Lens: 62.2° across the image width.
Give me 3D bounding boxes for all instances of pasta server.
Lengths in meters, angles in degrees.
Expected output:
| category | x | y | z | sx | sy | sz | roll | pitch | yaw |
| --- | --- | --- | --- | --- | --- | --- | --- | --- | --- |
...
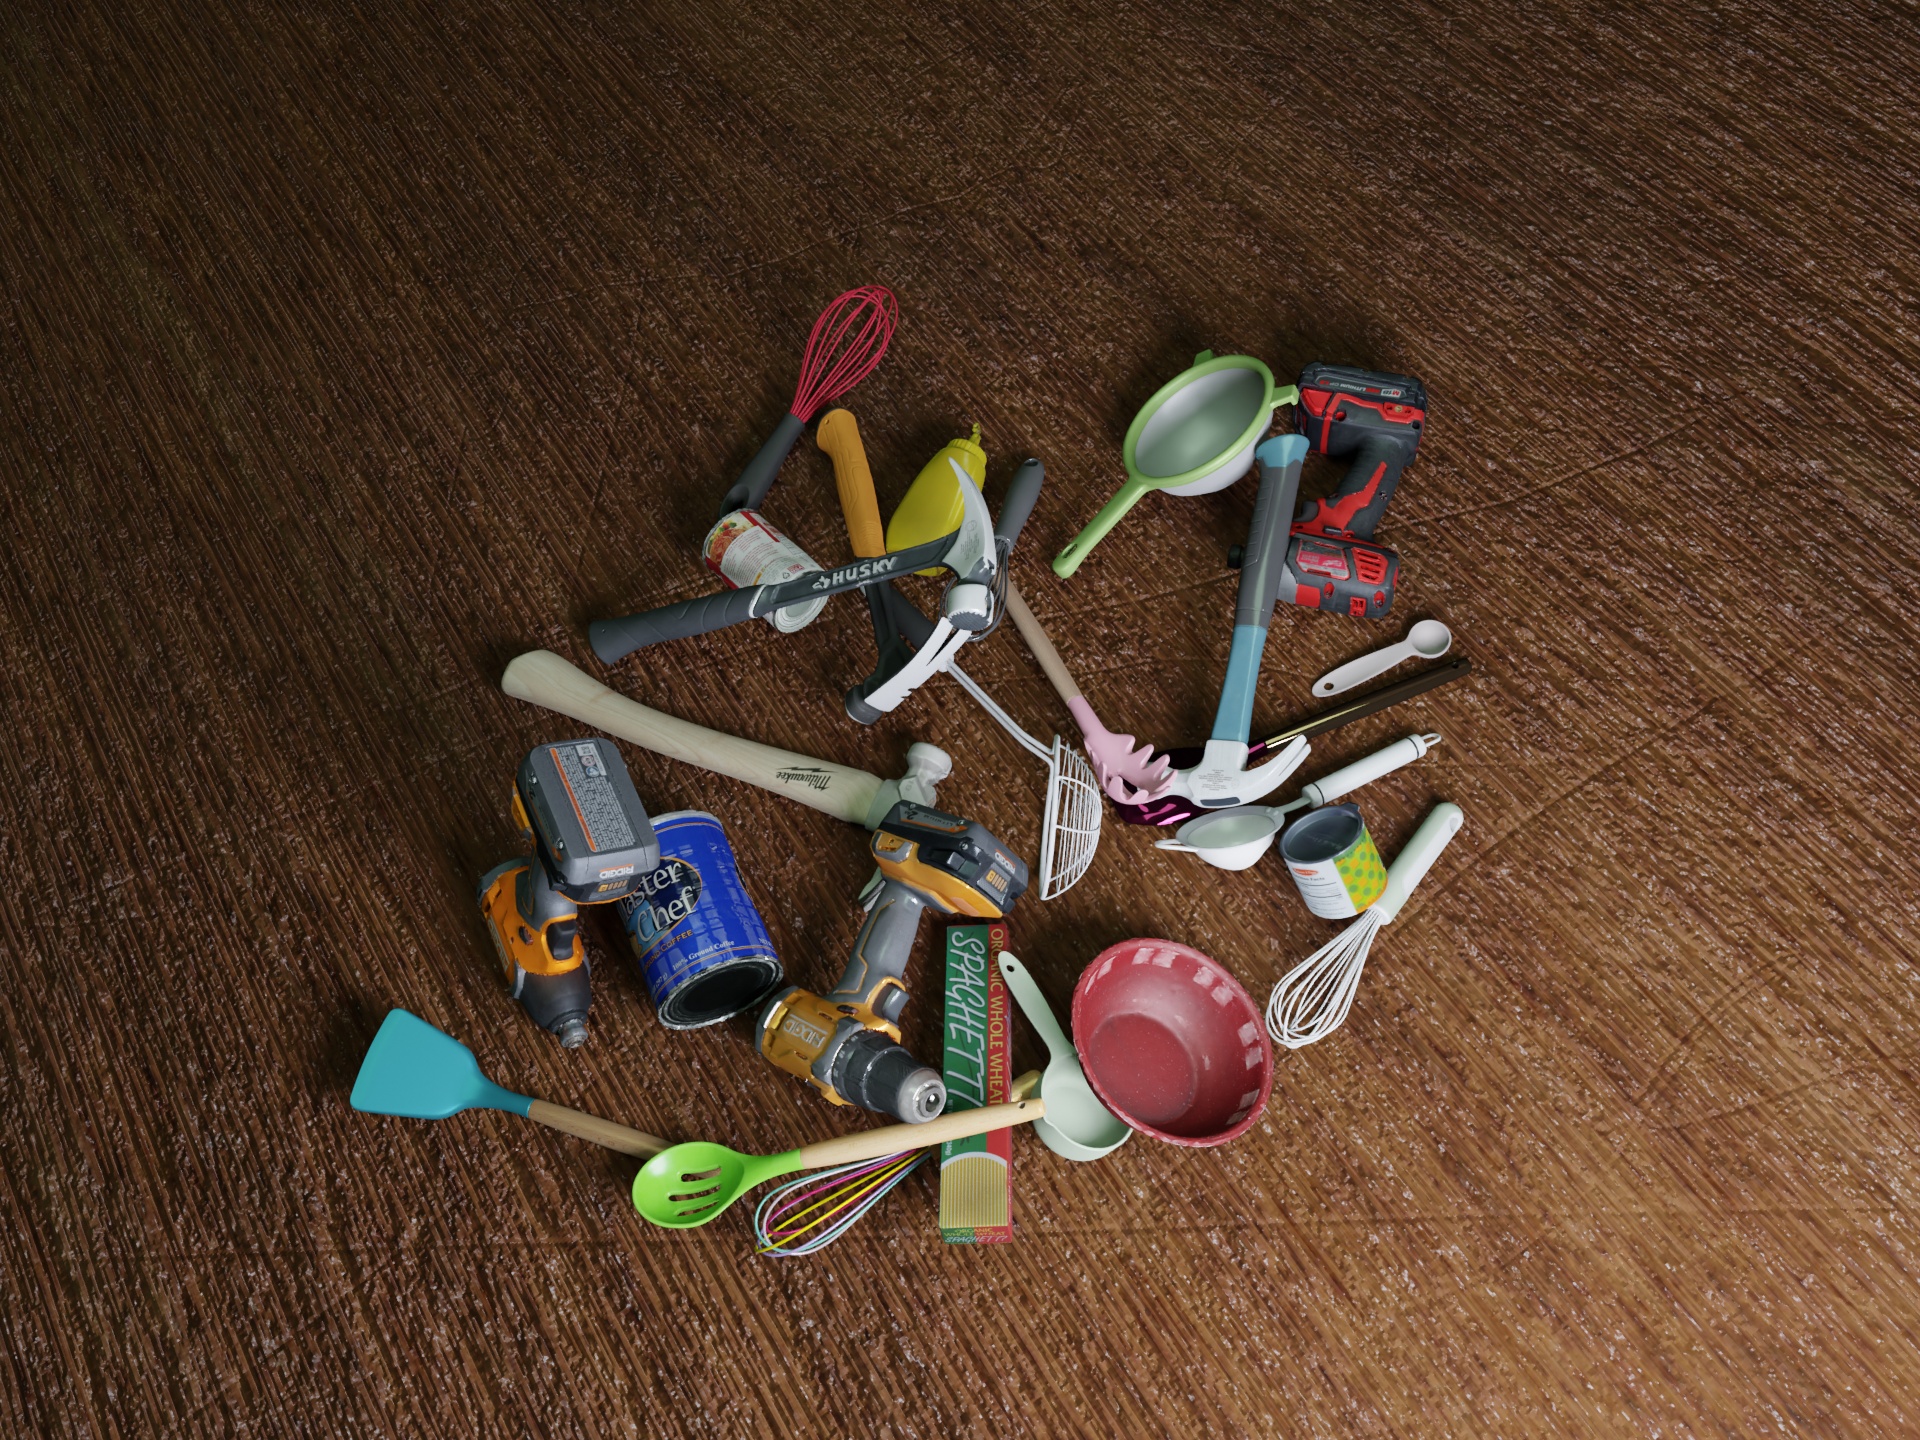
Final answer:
| category | x | y | z | sx | sy | sz | roll | pitch | yaw |
| --- | --- | --- | --- | --- | --- | --- | --- | --- | --- |
| pasta server | 0.087 | -0.039 | 1.320 | 0.060 | 0.040 | 0.317 | -5 | 44 | -25 |

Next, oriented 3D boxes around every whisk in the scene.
| category | x | y | z | sx | sy | sz | roll | pitch | yaw |
| --- | --- | --- | --- | --- | --- | --- | --- | --- | --- |
| whisk | 0.313 | 0.153 | 1.212 | 0.246 | 0.057 | 0.059 | -47 | 36 | -21 |
| whisk | 0.033 | -0.154 | 1.397 | 0.055 | 0.055 | 0.239 | 11 | 49 | 14 |
| whisk | -0.045 | 0.325 | 1.177 | 0.245 | 0.047 | 0.051 | -28 | 60 | -12 |
| whisk | -0.148 | -0.301 | 1.516 | 0.073 | 0.073 | 0.296 | 25 | 75 | 20 |

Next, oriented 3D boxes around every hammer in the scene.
| category | x | y | z | sx | sy | sz | roll | pitch | yaw |
| --- | --- | --- | --- | --- | --- | --- | --- | --- | --- |
| hammer | -0.077 | -0.161 | 1.398 | 0.127 | 0.034 | 0.337 | -40 | 47 | 29 |
| hammer | -0.152 | -0.110 | 1.339 | 0.409 | 0.036 | 0.149 | -11 | 62 | 28 |
| hammer | 0.238 | -0.086 | 1.300 | 0.128 | 0.033 | 0.331 | 5 | 70 | 25 |
| hammer | -0.220 | 0.031 | 1.359 | 0.411 | 0.038 | 0.146 | 18 | 68 | 17 |

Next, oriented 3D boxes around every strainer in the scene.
| category | x | y | z | sx | sy | sz | roll | pitch | yaw |
| --- | --- | --- | --- | --- | --- | --- | --- | --- | --- |
| strainer | 0.187 | -0.209 | 1.412 | 0.256 | 0.069 | 0.152 | -47 | 36 | 1 |
| strainer | 0.275 | 0.066 | 1.266 | 0.258 | 0.050 | 0.087 | -24 | 17 | -11 |

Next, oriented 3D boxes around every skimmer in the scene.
| category | x | y | z | sx | sy | sz | roll | pitch | yaw |
| --- | --- | --- | --- | --- | --- | --- | --- | --- | --- |
| skimmer | -0.002 | -0.004 | 1.314 | 0.090 | 0.127 | 0.364 | -25 | 52 | -25 |

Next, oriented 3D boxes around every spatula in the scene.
| category | x | y | z | sx | sy | sz | roll | pitch | yaw |
| --- | --- | --- | --- | --- | --- | --- | --- | --- | --- |
| spatula | -0.310 | 0.306 | 1.222 | 0.317 | 0.044 | 0.082 | 14 | 68 | 14 |

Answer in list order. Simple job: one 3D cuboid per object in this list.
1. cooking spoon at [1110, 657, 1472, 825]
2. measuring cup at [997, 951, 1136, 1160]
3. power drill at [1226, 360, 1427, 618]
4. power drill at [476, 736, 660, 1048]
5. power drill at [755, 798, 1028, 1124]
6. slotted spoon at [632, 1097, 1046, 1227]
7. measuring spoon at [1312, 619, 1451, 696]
| category | x | y | z | sx | sy | sz | roll | pitch | yaw |
| --- | --- | --- | --- | --- | --- | --- | --- | --- | --- |
| cooking spoon | 0.273 | 0.011 | 1.307 | 0.319 | 0.017 | 0.069 | -21 | 57 | -4 |
| measuring cup | 0.066 | 0.250 | 1.184 | 0.083 | 0.038 | 0.168 | -14 | 61 | -33 |
| power drill | 0.321 | -0.197 | 1.382 | 0.143 | 0.078 | 0.220 | 12 | 68 | 15 |
| power drill | -0.303 | 0.138 | 1.221 | 0.084 | 0.226 | 0.164 | -8 | 56 | -35 |
| power drill | -0.039 | 0.183 | 1.185 | 0.185 | 0.084 | 0.226 | 14 | 67 | 49 |
| slotted spoon | -0.089 | 0.311 | 1.141 | 0.314 | 0.031 | 0.070 | -16 | 42 | 13 |
| measuring spoon | 0.352 | -0.047 | 1.333 | 0.124 | 0.018 | 0.034 | -25 | 61 | 2 |
